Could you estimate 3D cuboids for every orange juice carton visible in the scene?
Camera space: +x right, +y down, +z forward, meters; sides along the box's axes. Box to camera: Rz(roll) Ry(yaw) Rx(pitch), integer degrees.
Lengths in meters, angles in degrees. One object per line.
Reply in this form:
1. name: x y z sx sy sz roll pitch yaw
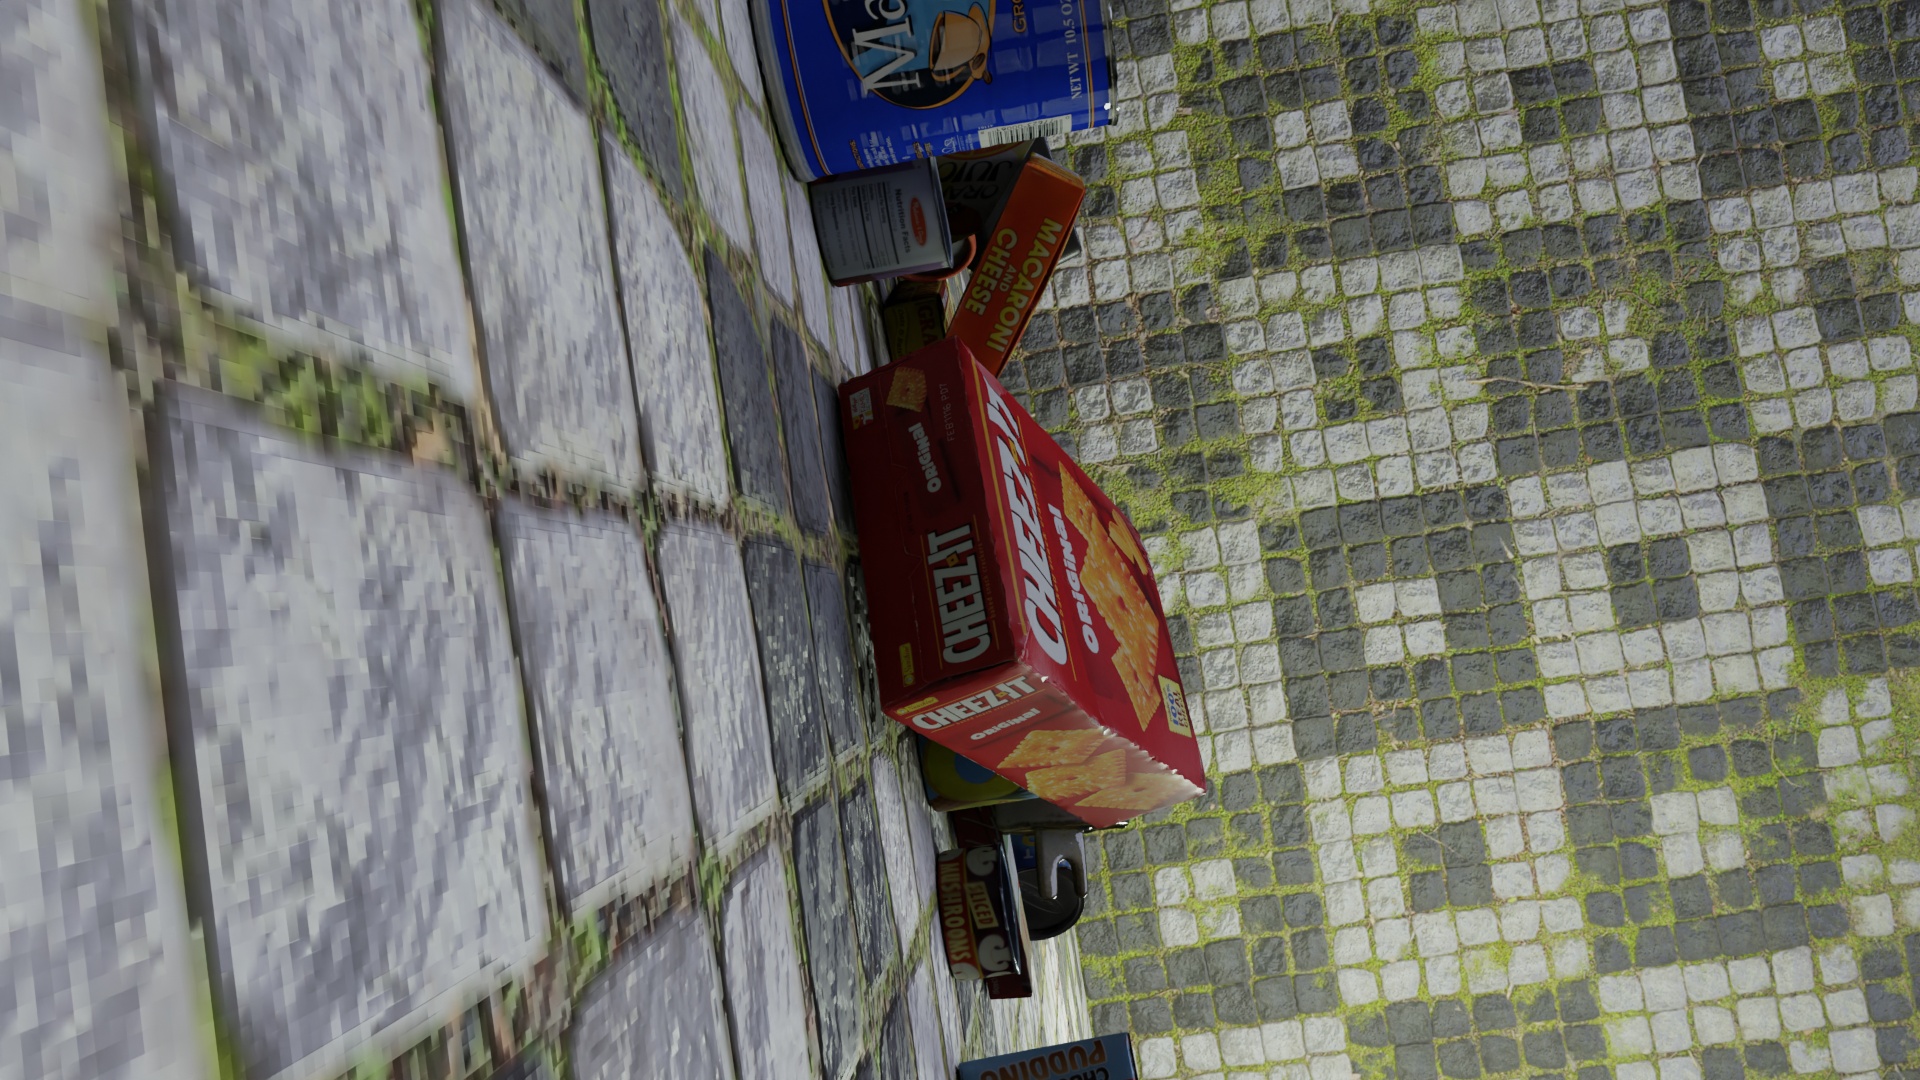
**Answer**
1. orange juice carton: -0.011 -0.242 0.826 0.191 0.073 0.072 131 -53 -61

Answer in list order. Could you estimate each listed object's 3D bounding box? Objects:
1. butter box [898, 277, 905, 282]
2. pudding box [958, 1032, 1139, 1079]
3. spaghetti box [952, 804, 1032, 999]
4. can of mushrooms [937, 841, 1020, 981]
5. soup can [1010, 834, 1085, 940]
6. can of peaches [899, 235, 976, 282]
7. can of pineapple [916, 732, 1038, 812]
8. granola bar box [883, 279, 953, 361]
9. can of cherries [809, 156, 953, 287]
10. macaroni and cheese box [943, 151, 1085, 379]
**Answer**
1. butter box: -0.039 -0.225 1.065 0.053 0.024 0.103 -92 171 -59
2. pudding box: 0.043 0.261 0.661 0.049 0.084 0.030 74 5 -58
3. spaghetti box: 0.011 0.156 0.835 0.050 0.029 0.249 -86 166 -73
4. can of mushrooms: 0.010 0.189 0.708 0.071 0.033 0.071 -14 95 -86
5. soup can: 0.049 0.218 0.949 0.084 0.071 0.071 -94 174 -59
6. can of peaches: -0.023 -0.218 0.950 0.071 0.071 0.058 75 8 -58
7. can of pineapple: 0.010 0.108 0.729 0.071 0.058 0.071 -14 95 -86
8. granola bar box: -0.019 -0.117 0.979 0.166 0.039 0.123 -87 167 -74
9. can of cherries: -0.038 -0.159 0.667 0.071 0.058 0.071 -15 95 -86
10. macaroni and cheese box: 0.032 -0.165 0.830 0.167 0.040 0.123 -79 -166 -72
